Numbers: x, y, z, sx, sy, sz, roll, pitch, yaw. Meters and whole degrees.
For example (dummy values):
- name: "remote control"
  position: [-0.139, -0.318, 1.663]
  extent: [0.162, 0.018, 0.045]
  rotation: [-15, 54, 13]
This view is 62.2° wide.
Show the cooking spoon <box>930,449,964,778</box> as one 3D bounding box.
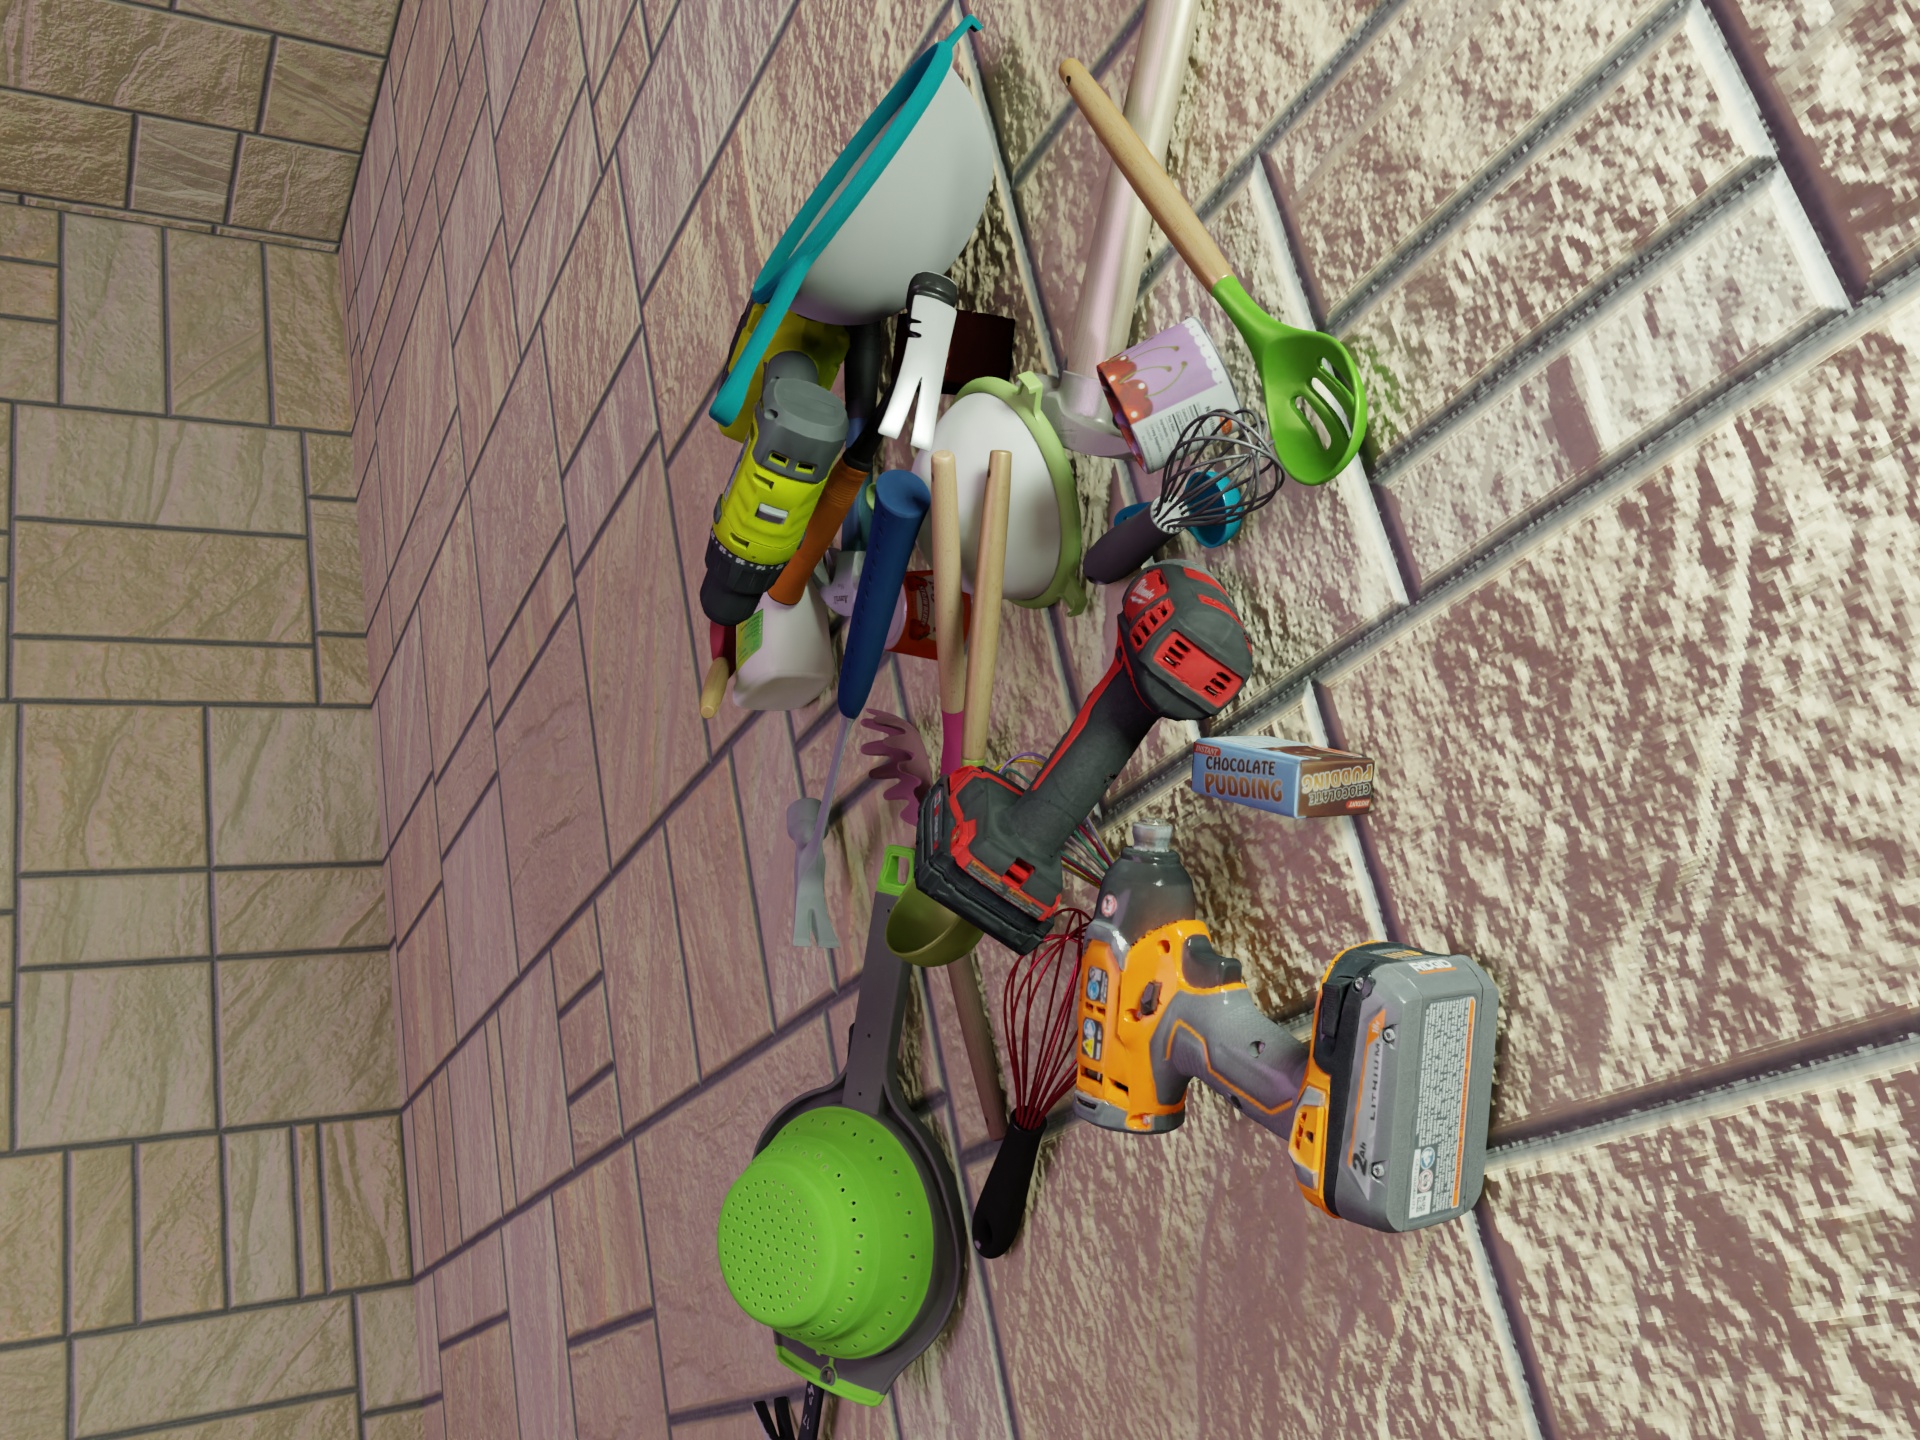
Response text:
- name: "cooking spoon"
  position: [-0.006, -0.029, 1.017]
  extent: [0.069, 0.017, 0.318]
  rotation: [-123, 24, -48]

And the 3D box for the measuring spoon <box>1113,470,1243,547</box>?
- name: "measuring spoon"
  position: [0.125, -0.118, 0.903]
  extent: [0.129, 0.021, 0.042]
  rotation: [-174, 71, -68]

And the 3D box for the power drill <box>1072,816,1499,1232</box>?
- name: "power drill"
  position: [0.143, 0.140, 0.777]
  extent: [0.227, 0.084, 0.164]
  rotation: [8, 96, 53]

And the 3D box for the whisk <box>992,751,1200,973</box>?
- name: "whisk"
  position: [0.082, 0.094, 0.939]
  extent: [0.245, 0.047, 0.051]
  rotation: [44, 142, 46]

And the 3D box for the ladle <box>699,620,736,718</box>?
- name: "ladle"
  position: [-0.203, -0.042, 1.331]
  extent: [0.315, 0.031, 0.069]
  rotation: [-113, 22, -76]

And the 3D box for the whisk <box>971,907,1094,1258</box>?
- name: "whisk"
  position: [0.046, 0.233, 0.984]
  extent: [0.073, 0.073, 0.295]
  rotation: [53, 140, 46]

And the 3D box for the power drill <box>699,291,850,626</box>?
- name: "power drill"
  position: [-0.138, -0.195, 1.144]
  extent: [0.229, 0.080, 0.190]
  rotation: [-93, 25, -47]

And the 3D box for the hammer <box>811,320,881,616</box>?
- name: "hammer"
  position: [-0.076, -0.244, 1.222]
  extent: [0.128, 0.033, 0.331]
  rotation: [3, 92, 58]

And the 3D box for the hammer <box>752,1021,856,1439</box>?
- name: "hammer"
  position: [-0.101, 0.429, 1.245]
  extent: [0.149, 0.036, 0.409]
  rotation: [29, 113, 57]

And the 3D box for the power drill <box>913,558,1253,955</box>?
- name: "power drill"
  position: [0.069, 0.008, 0.867]
  extent: [0.219, 0.078, 0.143]
  rotation: [-51, 14, 18]

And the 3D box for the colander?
- name: "colander"
  position: [-0.092, 0.284, 1.128]
  extent: [0.205, 0.094, 0.397]
  rotation: [7, 88, 37]

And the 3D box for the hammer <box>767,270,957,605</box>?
- name: "hammer"
  position: [-0.080, -0.162, 1.111]
  extent: [0.336, 0.034, 0.127]
  rotation: [133, 150, -58]

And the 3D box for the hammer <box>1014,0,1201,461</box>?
- name: "hammer"
  position: [0.115, -0.354, 0.902]
  extent: [0.146, 0.038, 0.410]
  rotation: [33, 117, 53]

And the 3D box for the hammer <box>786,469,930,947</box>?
- name: "hammer"
  position: [-0.077, 0.001, 1.100]
  extent: [0.405, 0.035, 0.144]
  rotation: [108, 161, -46]

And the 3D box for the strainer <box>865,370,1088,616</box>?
- name: "strainer"
  position: [-0.019, -0.142, 1.047]
  extent: [0.256, 0.069, 0.151]
  rotation: [13, 120, 59]

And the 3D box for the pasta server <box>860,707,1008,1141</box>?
- name: "pasta server"
  position: [-0.017, 0.136, 1.108]
  extent: [0.060, 0.040, 0.316]
  rotation: [119, 140, -61]

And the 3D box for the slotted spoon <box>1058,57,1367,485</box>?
- name: "slotted spoon"
  position: [0.128, -0.249, 0.841]
  extent: [0.314, 0.031, 0.070]
  rotation: [62, 145, 25]

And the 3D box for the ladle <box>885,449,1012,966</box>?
- name: "ladle"
  position: [-0.002, -0.003, 0.963]
  extent: [0.078, 0.062, 0.320]
  rotation: [-145, 58, -64]

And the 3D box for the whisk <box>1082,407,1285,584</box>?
- name: "whisk"
  position: [0.109, -0.110, 0.852]
  extent: [0.239, 0.055, 0.055]
  rotation: [145, 122, -72]

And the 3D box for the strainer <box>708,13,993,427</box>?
- name: "strainer"
  position: [-0.063, -0.294, 1.046]
  extent: [0.211, 0.095, 0.341]
  rotation: [-29, 32, 50]
